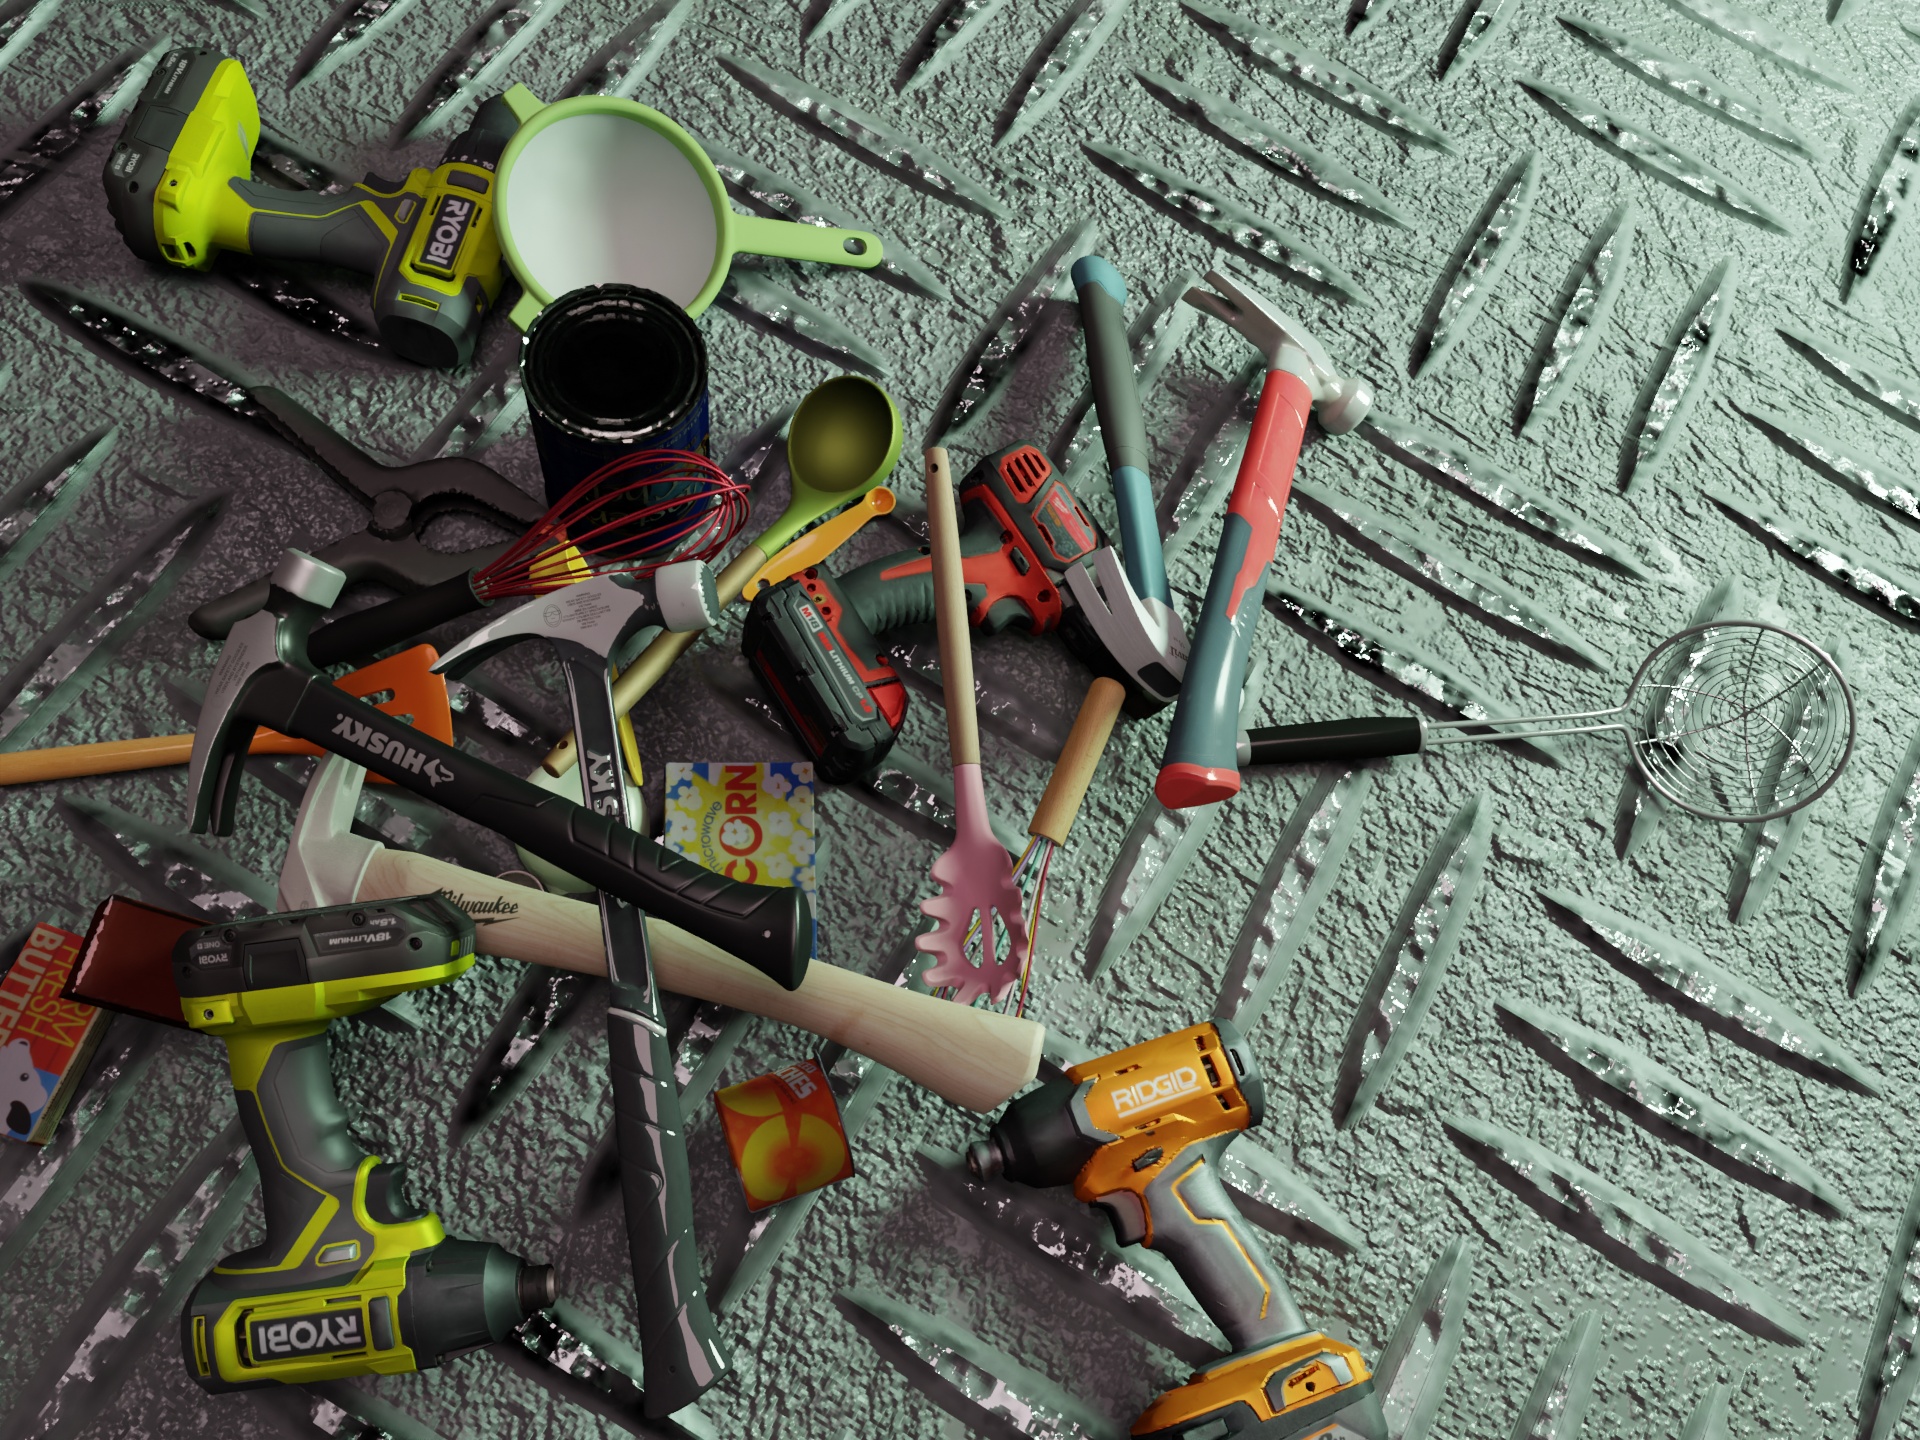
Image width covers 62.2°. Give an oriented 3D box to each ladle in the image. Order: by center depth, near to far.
[{"bbox_3d":[-0.137,-0.089,0.921,0.078,0.062,0.320,19,54,28],"label":"ladle"}]

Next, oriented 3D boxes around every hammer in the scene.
[{"bbox_3d":[-0.221,0.046,0.771,0.335,0.035,0.146,25,85,10],"label":"hammer"},{"bbox_3d":[-0.168,0.129,0.786,0.149,0.036,0.409,-10,80,5],"label":"hammer"},{"bbox_3d":[-0.156,0.112,0.823,0.410,0.038,0.146,13,84,8],"label":"hammer"},{"bbox_3d":[0.157,-0.113,0.935,0.143,0.038,0.387,34,50,-16],"label":"hammer"},{"bbox_3d":[0.105,-0.160,0.988,0.128,0.033,0.331,27,46,-41],"label":"hammer"}]

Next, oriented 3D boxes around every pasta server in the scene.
[{"bbox_3d":[-0.001,-0.003,0.868,0.060,0.040,0.316,-9,76,15],"label":"pasta server"}]

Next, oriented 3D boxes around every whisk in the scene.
[{"bbox_3d":[-0.248,-0.080,0.875,0.296,0.073,0.073,-18,70,16],"label":"whisk"},{"bbox_3d":[0.041,0.088,0.892,0.047,0.051,0.245,20,76,15],"label":"whisk"}]

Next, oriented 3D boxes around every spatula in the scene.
[{"bbox_3d":[-0.443,0.016,0.873,0.322,0.041,0.081,-7,89,-9],"label":"spatula"}]

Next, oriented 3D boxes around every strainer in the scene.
[{"bbox_3d":[-0.178,-0.310,1.029,0.256,0.069,0.151,-2,89,-28],"label":"strainer"}]

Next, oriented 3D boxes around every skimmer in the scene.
[{"bbox_3d":[0.347,0.009,0.961,0.363,0.090,0.127,-4,101,-7],"label":"skimmer"}]

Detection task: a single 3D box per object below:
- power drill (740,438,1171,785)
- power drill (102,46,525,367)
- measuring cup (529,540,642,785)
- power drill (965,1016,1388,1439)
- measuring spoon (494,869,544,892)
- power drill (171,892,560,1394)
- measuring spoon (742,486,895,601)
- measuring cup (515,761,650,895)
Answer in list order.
[{"bbox_3d":[0.006,-0.047,0.944,0.226,0.080,0.188,-30,83,-22],"label":"power drill"},{"bbox_3d":[-0.388,-0.337,0.999,0.228,0.080,0.191,14,68,-5],"label":"power drill"},{"bbox_3d":[-0.214,-0.030,0.913,0.029,0.062,0.157,-20,71,1],"label":"measuring cup"},{"bbox_3d":[0.108,0.285,0.830,0.164,0.084,0.227,-15,68,-13],"label":"power drill"},{"bbox_3d":[-0.290,0.108,0.877,0.124,0.018,0.034,-9,74,-4],"label":"measuring spoon"},{"bbox_3d":[-0.291,0.202,0.773,0.171,0.080,0.223,-7,89,-1],"label":"power drill"},{"bbox_3d":[-0.088,-0.108,0.990,0.117,0.011,0.021,-38,79,-16],"label":"measuring spoon"},{"bbox_3d":[-0.256,0.040,0.890,0.167,0.038,0.083,20,68,-2],"label":"measuring cup"}]
